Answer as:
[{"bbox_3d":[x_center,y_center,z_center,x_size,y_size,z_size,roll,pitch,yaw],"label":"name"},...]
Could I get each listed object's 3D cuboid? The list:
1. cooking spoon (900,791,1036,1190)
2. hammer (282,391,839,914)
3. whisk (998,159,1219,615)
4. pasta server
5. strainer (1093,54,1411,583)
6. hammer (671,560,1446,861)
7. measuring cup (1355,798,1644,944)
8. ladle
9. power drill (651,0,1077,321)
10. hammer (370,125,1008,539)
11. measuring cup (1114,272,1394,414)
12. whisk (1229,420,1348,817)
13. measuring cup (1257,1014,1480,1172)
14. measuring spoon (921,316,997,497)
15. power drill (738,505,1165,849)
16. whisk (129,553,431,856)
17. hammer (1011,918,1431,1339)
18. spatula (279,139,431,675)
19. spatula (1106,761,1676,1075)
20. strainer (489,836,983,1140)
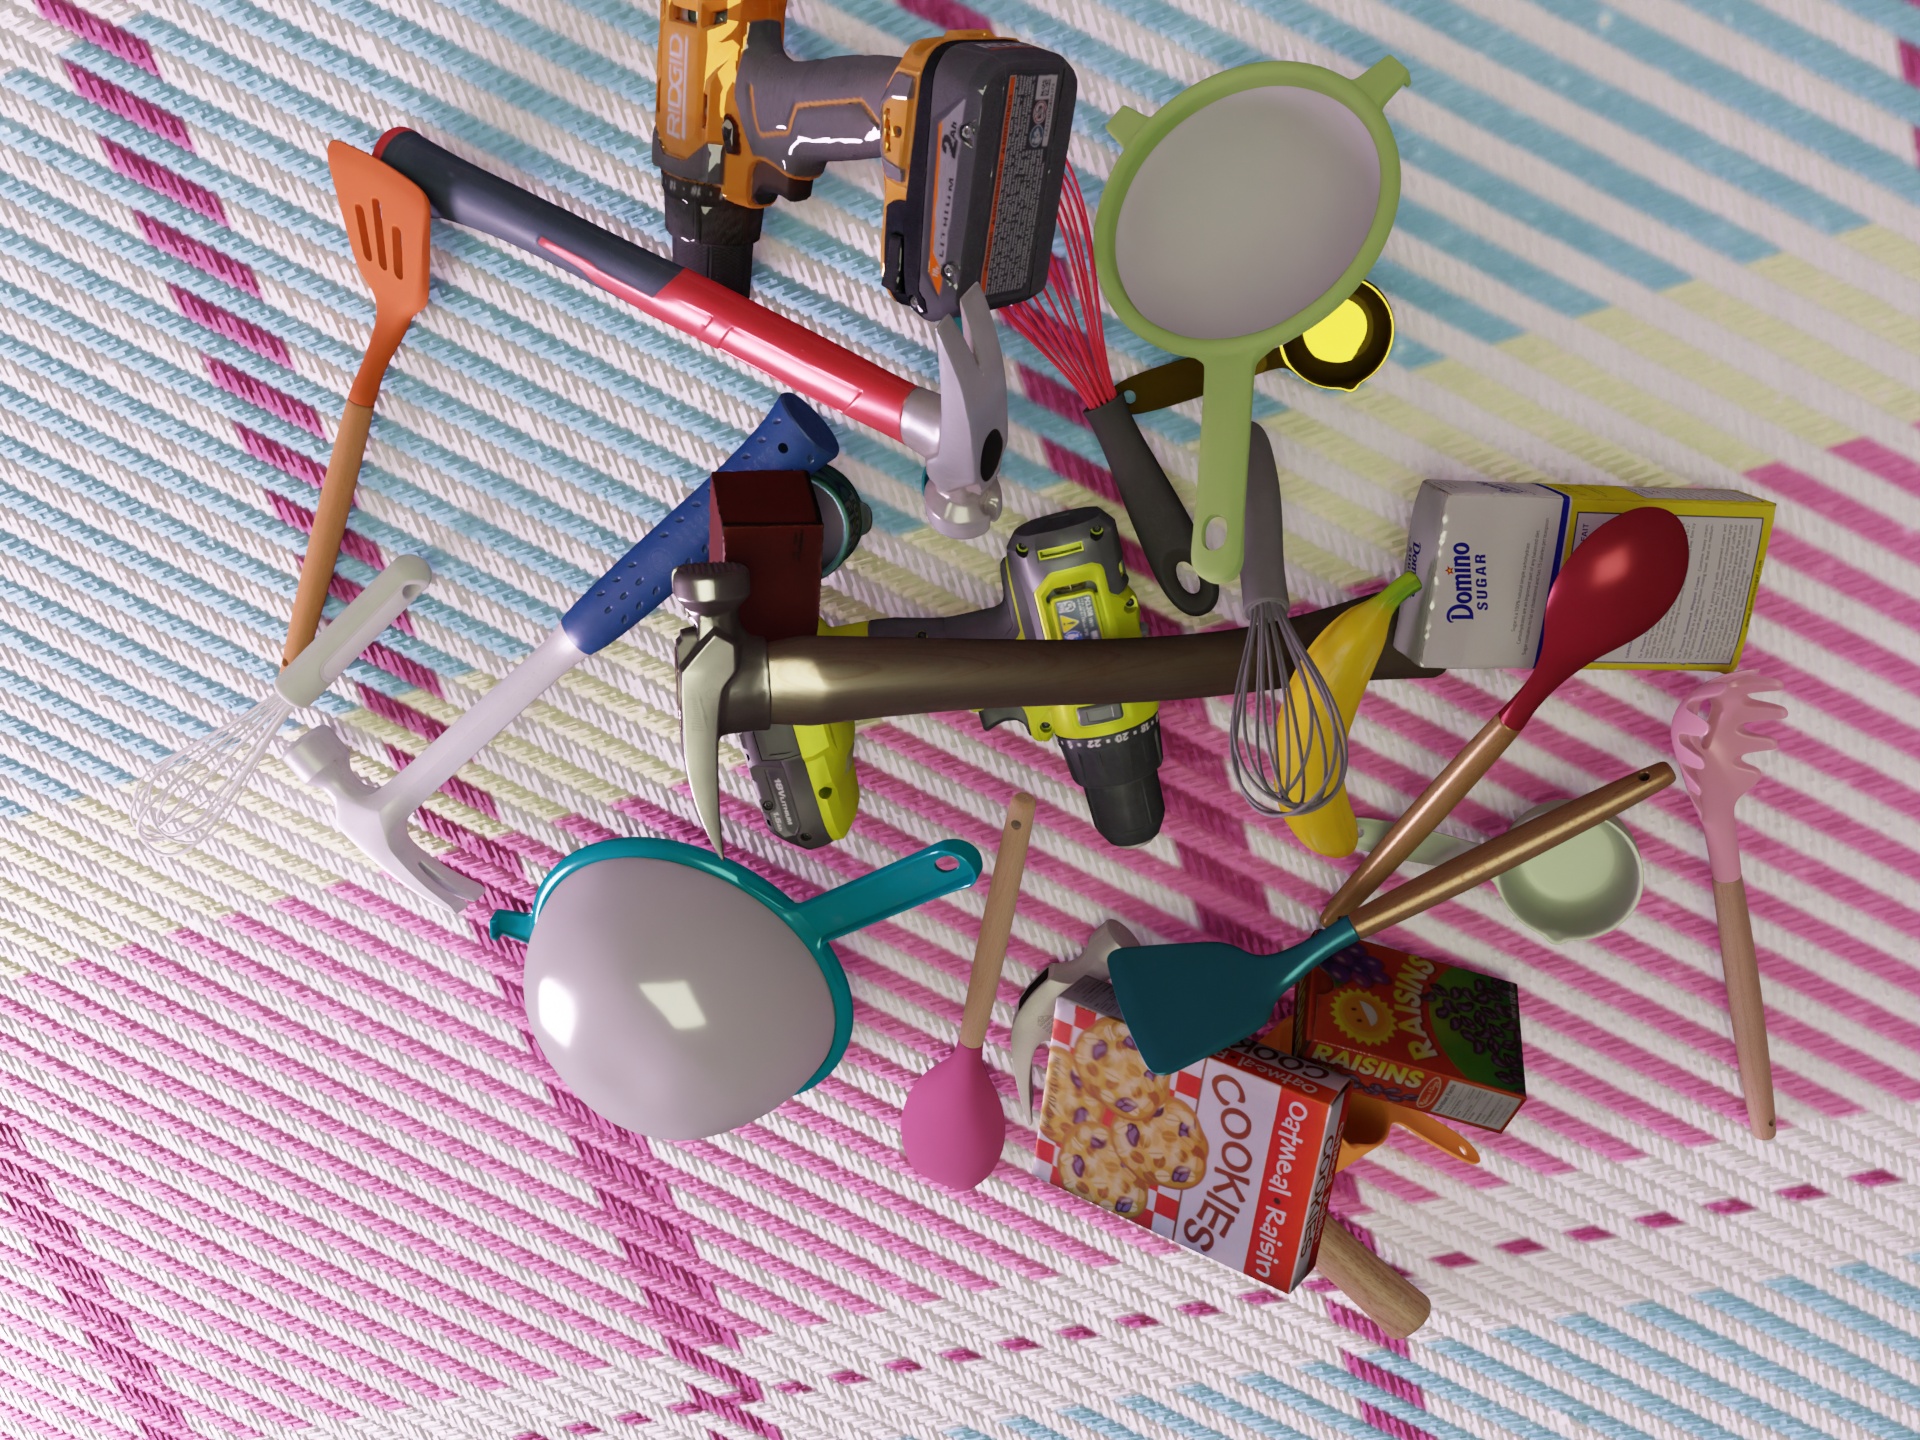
[{"bbox_3d":[0.010,0.172,0.944,0.069,0.017,0.318,19,124,12],"label":"cooking spoon"},{"bbox_3d":[-0.221,-0.037,0.907,0.405,0.035,0.144,-37,96,23],"label":"hammer"},{"bbox_3d":[0.066,-0.183,0.825,0.073,0.073,0.295,-24,107,15],"label":"whisk"},{"bbox_3d":[0.430,0.110,0.873,0.060,0.040,0.316,-27,114,-17],"label":"pasta server"},{"bbox_3d":[0.141,-0.185,0.770,0.151,0.069,0.256,0,80,29],"label":"strainer"},{"bbox_3d":[0.061,-0.016,0.822,0.410,0.038,0.146,-4,105,-13],"label":"hammer"},{"bbox_3d":[0.298,0.073,0.902,0.168,0.038,0.083,11,108,21],"label":"measuring cup"},{"bbox_3d":[0.271,0.016,0.832,0.069,0.031,0.315,9,135,-20],"label":"ladle"},{"bbox_3d":[-0.064,-0.259,0.771,0.226,0.084,0.185,28,125,30],"label":"power drill"},{"bbox_3d":[-0.145,-0.220,0.775,0.386,0.038,0.143,30,155,18],"label":"hammer"},{"bbox_3d":[0.150,-0.190,0.836,0.156,0.029,0.062,-13,106,24],"label":"measuring cup"},{"bbox_3d":[0.154,-0.058,0.788,0.055,0.239,0.055,0,149,0],"label":"whisk"},{"bbox_3d":[0.236,0.242,0.950,0.173,0.095,0.052,30,123,-24],"label":"measuring cup"},{"bbox_3d":[0.001,-0.173,0.866,0.042,0.021,0.128,3,100,8],"label":"measuring spoon"},{"bbox_3d":[-0.001,-0.003,0.891,0.228,0.080,0.190,-12,107,9],"label":"power drill"},{"bbox_3d":[-0.403,-0.010,0.946,0.246,0.057,0.059,-43,68,7],"label":"whisk"},{"bbox_3d":[0.164,0.272,0.986,0.331,0.031,0.130,43,109,-8],"label":"hammer"},{"bbox_3d":[-0.354,-0.159,0.904,0.081,0.041,0.322,33,114,21],"label":"spatula"},{"bbox_3d":[0.235,0.097,0.862,0.317,0.082,0.044,-29,139,12],"label":"spatula"},{"bbox_3d":[-0.129,0.154,0.901,0.340,0.095,0.211,-26,111,34],"label":"strainer"}]
